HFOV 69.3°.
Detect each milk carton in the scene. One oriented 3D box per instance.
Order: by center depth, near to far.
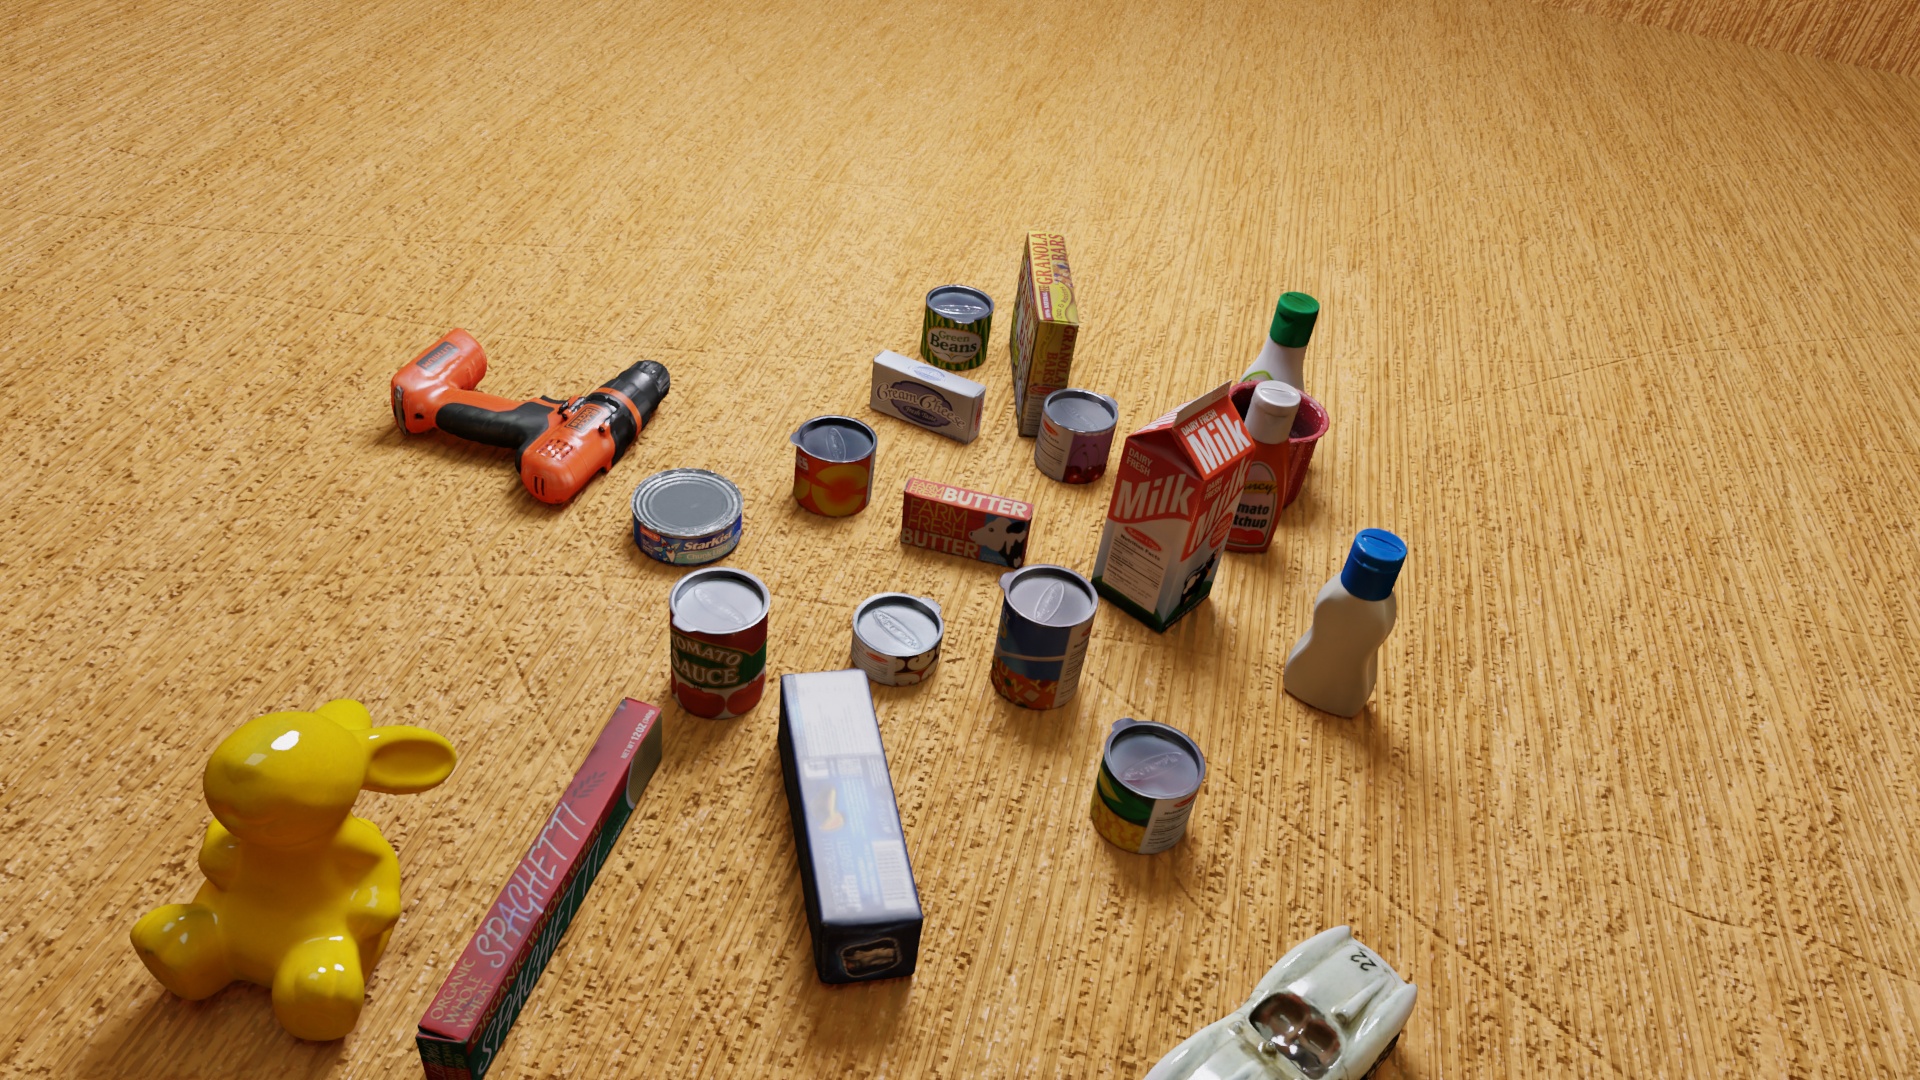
[{"bbox_3d":[0.162,-0.031,1.048,0.073,0.189,0.073,34,45,28],"label":"milk carton"}]

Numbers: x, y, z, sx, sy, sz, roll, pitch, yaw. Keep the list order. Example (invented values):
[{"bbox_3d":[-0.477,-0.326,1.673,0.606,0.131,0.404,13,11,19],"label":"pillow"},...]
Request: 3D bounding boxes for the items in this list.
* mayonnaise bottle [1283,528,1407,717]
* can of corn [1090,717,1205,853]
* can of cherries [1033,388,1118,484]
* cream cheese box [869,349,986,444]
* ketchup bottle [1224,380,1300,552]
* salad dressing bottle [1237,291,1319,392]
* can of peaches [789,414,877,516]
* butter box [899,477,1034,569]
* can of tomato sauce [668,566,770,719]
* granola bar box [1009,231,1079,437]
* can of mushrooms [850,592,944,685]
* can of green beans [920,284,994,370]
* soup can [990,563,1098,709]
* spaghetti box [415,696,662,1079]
[{"bbox_3d":[0.280,0.059,0.994,0.065,0.147,0.041,24,41,18],"label":"mayonnaise bottle"},{"bbox_3d":[0.120,0.160,0.910,0.071,0.058,0.071,5,39,-4],"label":"can of corn"},{"bbox_3d":[0.103,-0.091,1.215,0.071,0.058,0.072,5,39,-4],"label":"can of cherries"},{"bbox_3d":[-0.030,-0.128,1.239,0.104,0.053,0.024,22,41,16],"label":"cream cheese box"},{"bbox_3d":[0.239,-0.060,1.131,0.065,0.148,0.044,10,39,2],"label":"ketchup bottle"},{"bbox_3d":[0.287,-0.153,1.255,0.044,0.146,0.064,-27,51,-36],"label":"salad dressing bottle"},{"bbox_3d":[-0.105,-0.061,1.139,0.071,0.057,0.071,5,39,-4],"label":"can of peaches"},{"bbox_3d":[0.004,-0.014,1.105,0.103,0.052,0.024,13,39,5],"label":"butter box"},{"bbox_3d":[-0.165,0.071,0.944,0.071,0.082,0.071,5,39,-4],"label":"can of tomato sauce"},{"bbox_3d":[0.074,-0.191,1.280,0.039,0.123,0.166,4,39,-5],"label":"granola bar box"},{"bbox_3d":[-0.044,0.071,1.008,0.071,0.033,0.071,5,39,-4],"label":"can of mushrooms"},{"bbox_3d":[-0.004,-0.204,1.334,0.071,0.057,0.071,5,39,-4],"label":"can of green beans"},{"bbox_3d":[0.056,0.068,0.990,0.071,0.083,0.072,5,39,-4],"label":"soup can"},{"bbox_3d":[-0.235,0.195,0.805,0.029,0.049,0.251,14,39,6],"label":"spaghetti box"}]
